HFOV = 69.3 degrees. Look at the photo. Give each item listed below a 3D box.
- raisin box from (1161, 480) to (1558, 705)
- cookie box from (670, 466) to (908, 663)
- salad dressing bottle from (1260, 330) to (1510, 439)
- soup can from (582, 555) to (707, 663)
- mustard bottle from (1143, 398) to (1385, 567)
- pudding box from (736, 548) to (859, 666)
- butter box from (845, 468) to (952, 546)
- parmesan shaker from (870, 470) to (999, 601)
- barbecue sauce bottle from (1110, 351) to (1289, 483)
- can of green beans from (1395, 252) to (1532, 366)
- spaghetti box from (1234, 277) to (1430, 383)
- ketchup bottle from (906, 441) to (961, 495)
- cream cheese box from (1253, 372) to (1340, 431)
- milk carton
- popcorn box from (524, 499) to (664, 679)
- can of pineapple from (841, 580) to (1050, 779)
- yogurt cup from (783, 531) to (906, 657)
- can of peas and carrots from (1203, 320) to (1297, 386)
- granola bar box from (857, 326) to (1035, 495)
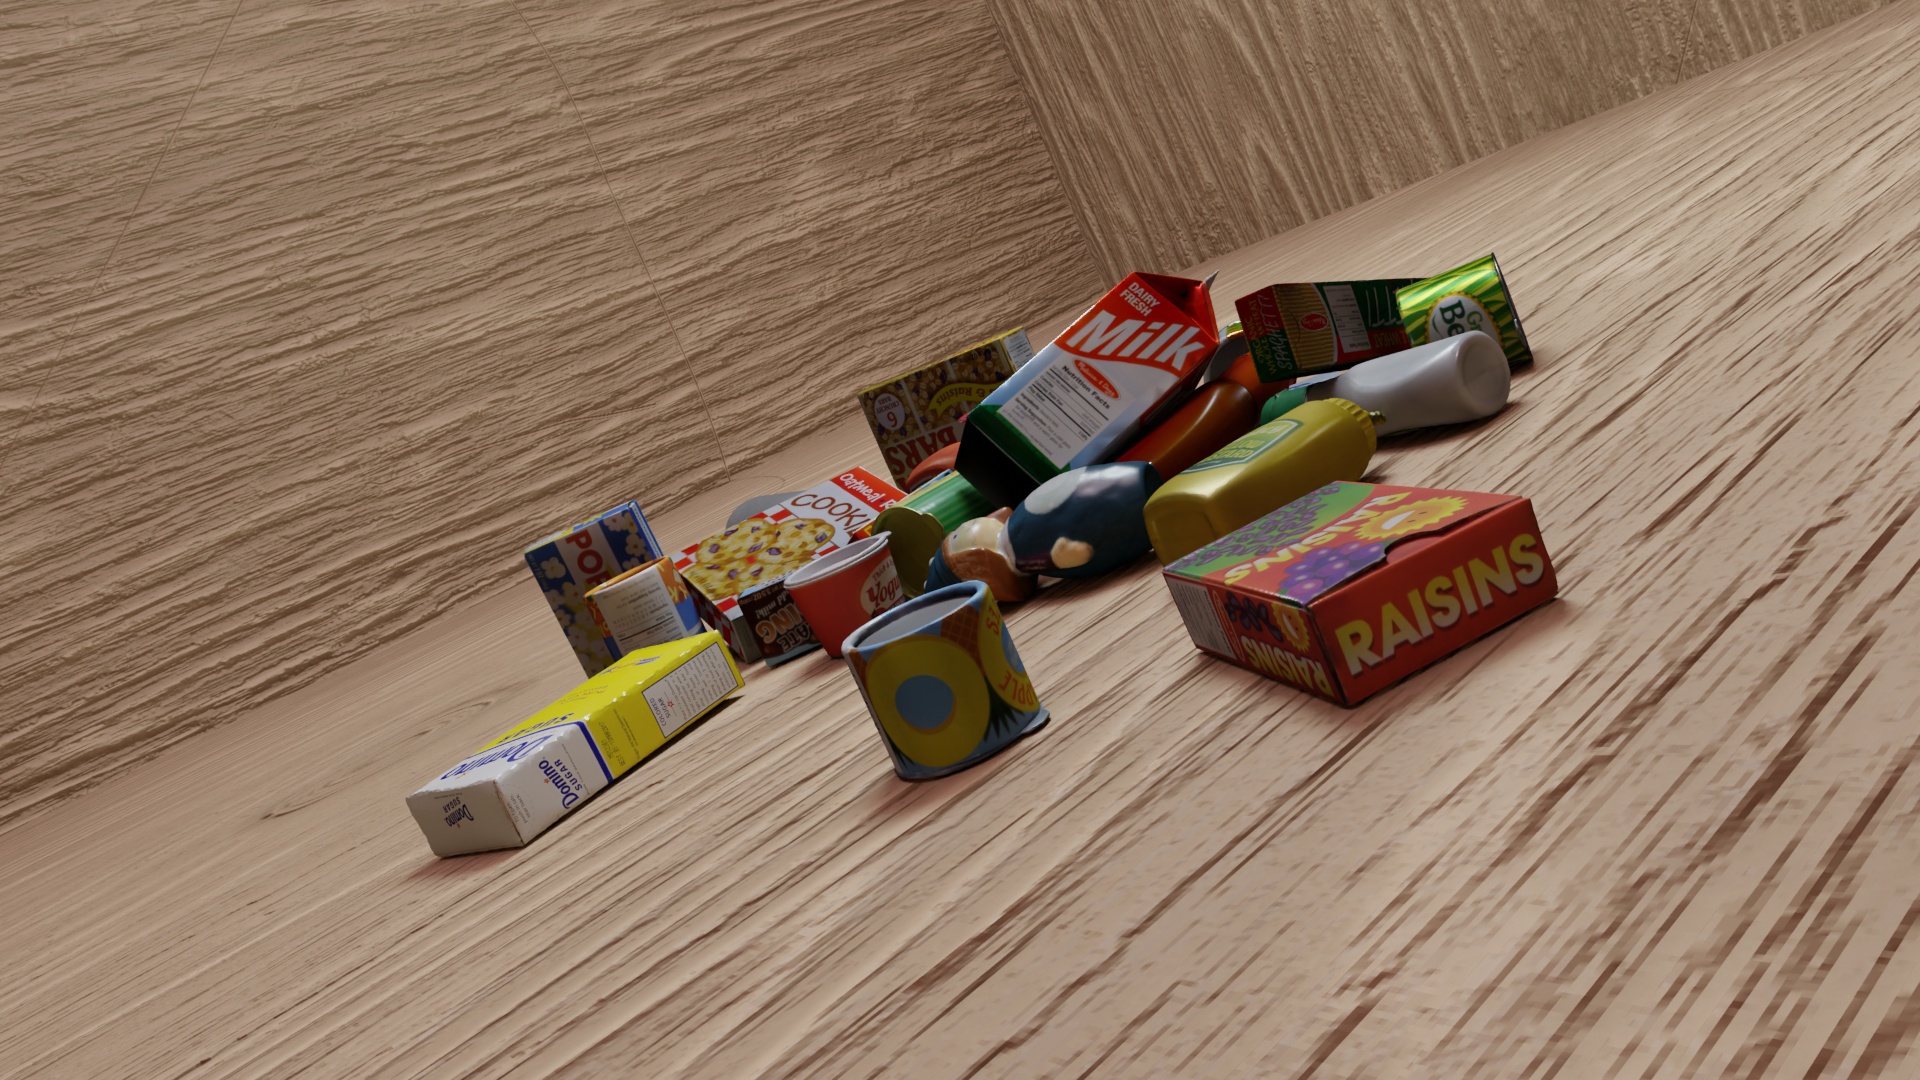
[{"bbox_3d":[0.137,0.013,0.498,0.086,0.040,0.123,-25,10,-10],"label":"raisin box"},{"bbox_3d":[-0.109,0.013,0.993,0.168,0.040,0.123,-28,32,-22],"label":"cookie box"},{"bbox_3d":[0.230,-0.078,0.769,0.064,0.044,0.147,-29,9,-30],"label":"salad dressing bottle"},{"bbox_3d":[-0.213,0.061,0.960,0.071,0.083,0.071,-24,9,4],"label":"soup can"},{"bbox_3d":[0.159,-0.034,0.680,0.161,0.048,0.065,-31,13,-35],"label":"mustard bottle"},{"bbox_3d":[-0.094,0.041,0.884,0.084,0.049,0.030,-23,7,3],"label":"pudding box"},{"bbox_3d":[-0.025,-0.004,0.931,0.104,0.053,0.024,-36,-14,-42],"label":"butter box"},{"bbox_3d":[0.003,-0.011,0.877,0.071,0.071,0.103,-15,12,46],"label":"parmesan shaker"},{"bbox_3d":[0.142,-0.063,0.828,0.149,0.043,0.064,-41,10,-31],"label":"barbecue sauce bottle"},{"bbox_3d":[0.293,-0.126,0.809,0.057,0.071,0.071,-20,10,24],"label":"can of green beans"},{"bbox_3d":[0.244,-0.131,0.846,0.028,0.050,0.251,-18,-3,40],"label":"spaghetti box"},{"bbox_3d":[0.014,-0.045,0.989,0.044,0.064,0.148,-48,9,-24],"label":"ketchup bottle"},{"bbox_3d":[0.201,-0.078,0.897,0.104,0.024,0.053,-22,9,11],"label":"cream cheese box"},{"bbox_3d":[0.090,-0.093,0.849,0.191,0.073,0.072,-43,-13,-20],"label":"milk carton"},{"bbox_3d":[-0.254,0.044,1.028,0.085,0.126,0.038,-24,12,0],"label":"popcorn box"},{"bbox_3d":[-0.006,0.055,0.563,0.071,0.057,0.071,-23,9,4],"label":"can of pineapple"},{"bbox_3d":[-0.065,0.035,0.834,0.072,0.054,0.072,-23,9,4],"label":"yogurt cup"},{"bbox_3d":[0.211,-0.123,1.003,0.071,0.071,0.059,-21,10,16],"label":"can of peas and carrots"},{"bbox_3d":[0.004,-0.092,1.155,0.165,0.124,0.039,-16,12,41],"label":"granola bar box"}]
